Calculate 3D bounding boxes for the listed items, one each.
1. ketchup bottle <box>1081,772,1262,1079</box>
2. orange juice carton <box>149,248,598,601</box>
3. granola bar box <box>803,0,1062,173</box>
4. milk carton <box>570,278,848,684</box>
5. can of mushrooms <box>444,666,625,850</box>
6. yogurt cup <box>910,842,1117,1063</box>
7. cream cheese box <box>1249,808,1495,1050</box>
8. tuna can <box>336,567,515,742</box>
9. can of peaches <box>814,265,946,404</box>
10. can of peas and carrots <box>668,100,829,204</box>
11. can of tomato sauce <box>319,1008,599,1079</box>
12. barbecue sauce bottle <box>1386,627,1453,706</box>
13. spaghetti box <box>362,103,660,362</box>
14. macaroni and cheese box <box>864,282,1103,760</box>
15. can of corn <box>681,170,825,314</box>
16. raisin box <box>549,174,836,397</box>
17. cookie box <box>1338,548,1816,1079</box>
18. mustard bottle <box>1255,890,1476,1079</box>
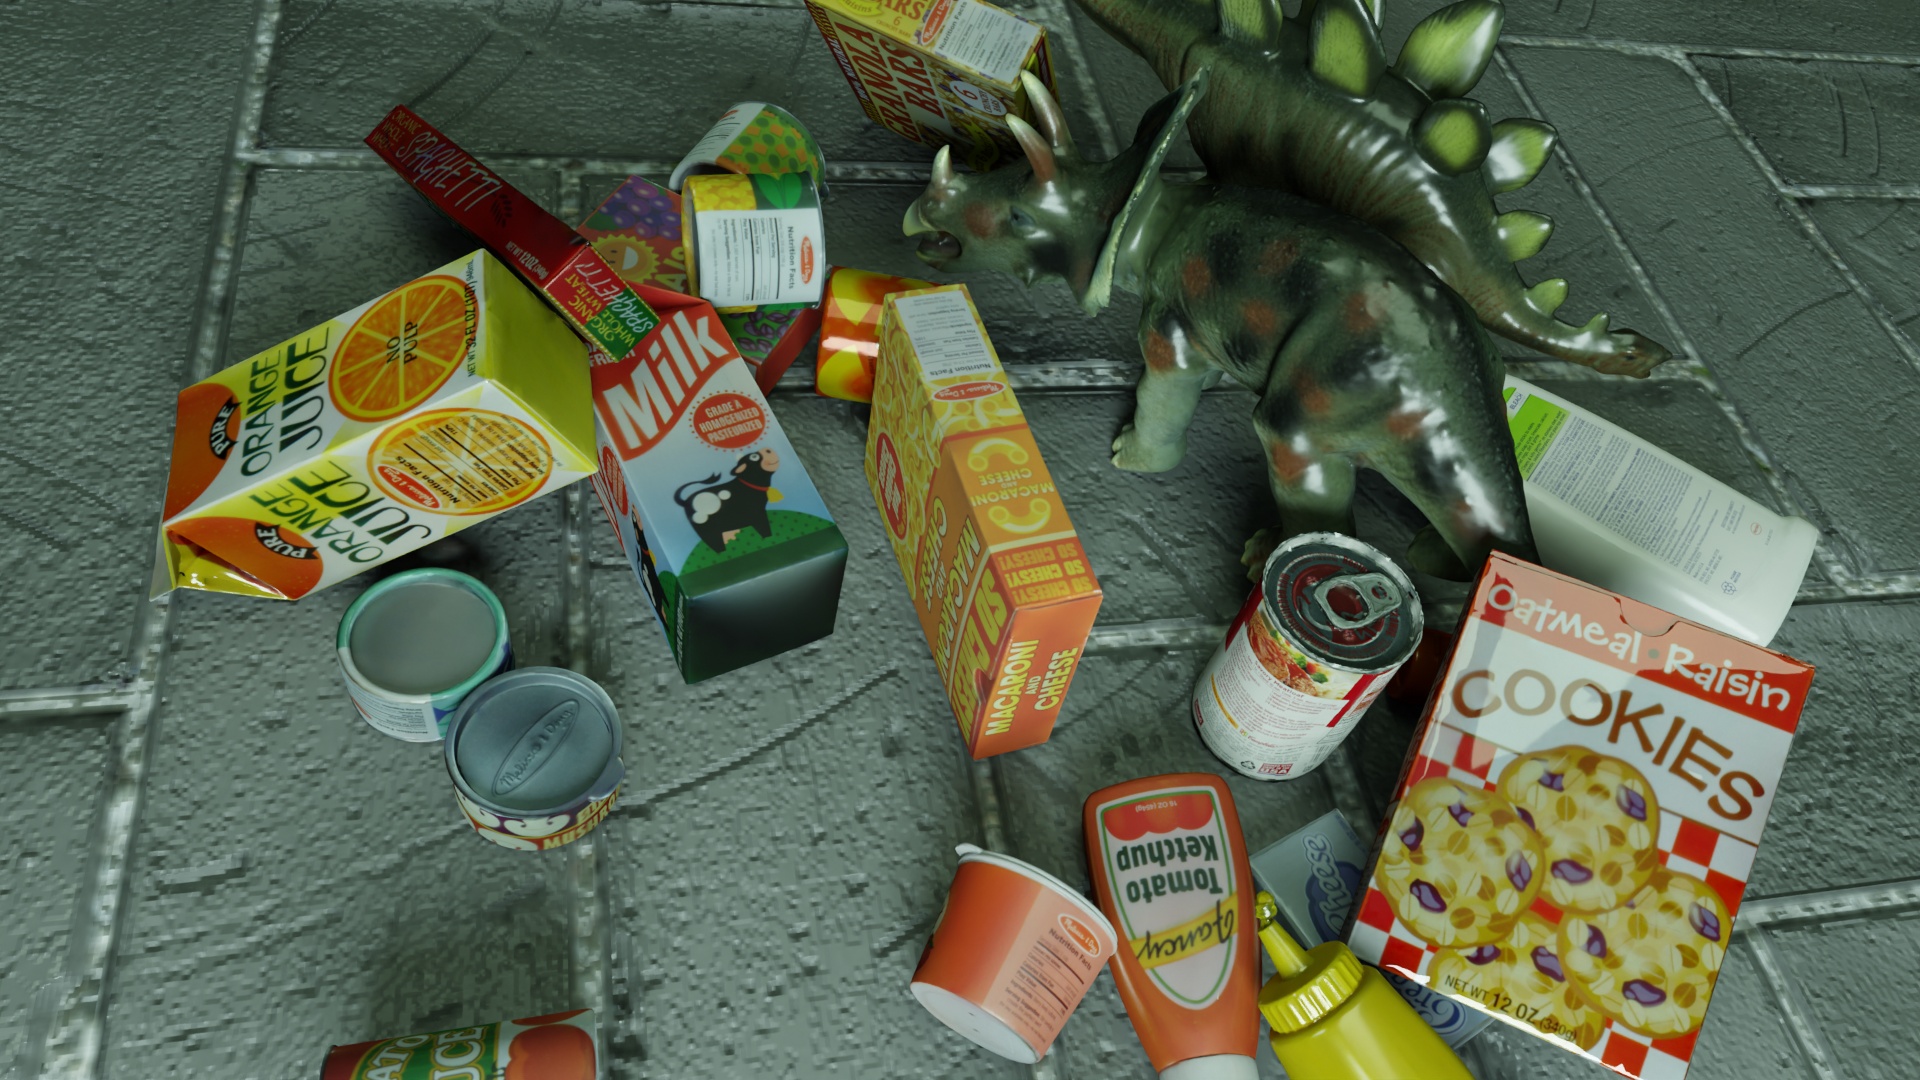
[{"bbox_3d":[0.088,0.166,0.537,0.065,0.043,0.149,-10,55,4],"label":"ketchup bottle"},{"bbox_3d":[-0.253,-0.037,0.571,0.192,0.073,0.072,-22,56,11],"label":"orange juice carton"},{"bbox_3d":[-0.008,-0.254,0.765,0.124,0.165,0.039,28,90,10],"label":"granola bar box"},{"bbox_3d":[-0.126,-0.039,0.628,0.074,0.072,0.191,-19,59,-23],"label":"milk carton"},{"bbox_3d":[-0.165,0.087,0.549,0.071,0.033,0.071,6,52,-8],"label":"can of mushrooms"},{"bbox_3d":[0.017,0.157,0.519,0.072,0.072,0.054,28,61,9],"label":"yogurt cup"},{"bbox_3d":[0.163,0.165,0.568,0.053,0.024,0.104,-23,61,-24],"label":"cream cheese box"},{"bbox_3d":[-0.217,0.044,0.570,0.071,0.032,0.071,6,53,-8],"label":"tuna can"},{"bbox_3d":[-0.041,-0.099,0.695,0.058,0.071,0.071,9,52,-5],"label":"can of peaches"},{"bbox_3d":[-0.113,-0.192,0.751,0.071,0.070,0.059,24,53,6],"label":"can of peas and carrots"},{"bbox_3d":[-0.159,0.190,0.449,0.083,0.070,0.071,-4,55,-16],"label":"can of tomato sauce"},{"bbox_3d":[0.277,0.074,0.650,0.148,0.043,0.065,14,51,-1],"label":"barbecue sauce bottle"},{"bbox_3d":[-0.216,-0.150,0.647,0.029,0.050,0.251,-46,47,-7],"label":"spaghetti box"},{"bbox_3d":[0.002,-0.008,0.600,0.040,0.123,0.167,-11,57,-16],"label":"macaroni and cheese box"},{"bbox_3d":[-0.101,-0.143,0.667,0.058,0.070,0.071,-6,55,-17],"label":"can of corn"},{"bbox_3d":[-0.138,-0.129,0.714,0.123,0.039,0.086,25,53,5],"label":"raisin box"},{"bbox_3d":[0.233,0.104,0.531,0.123,0.040,0.167,21,81,14],"label":"cookie box"},{"bbox_3d":[0.150,0.197,0.498,0.049,0.065,0.160,-31,81,-27],"label":"mustard bottle"}]
